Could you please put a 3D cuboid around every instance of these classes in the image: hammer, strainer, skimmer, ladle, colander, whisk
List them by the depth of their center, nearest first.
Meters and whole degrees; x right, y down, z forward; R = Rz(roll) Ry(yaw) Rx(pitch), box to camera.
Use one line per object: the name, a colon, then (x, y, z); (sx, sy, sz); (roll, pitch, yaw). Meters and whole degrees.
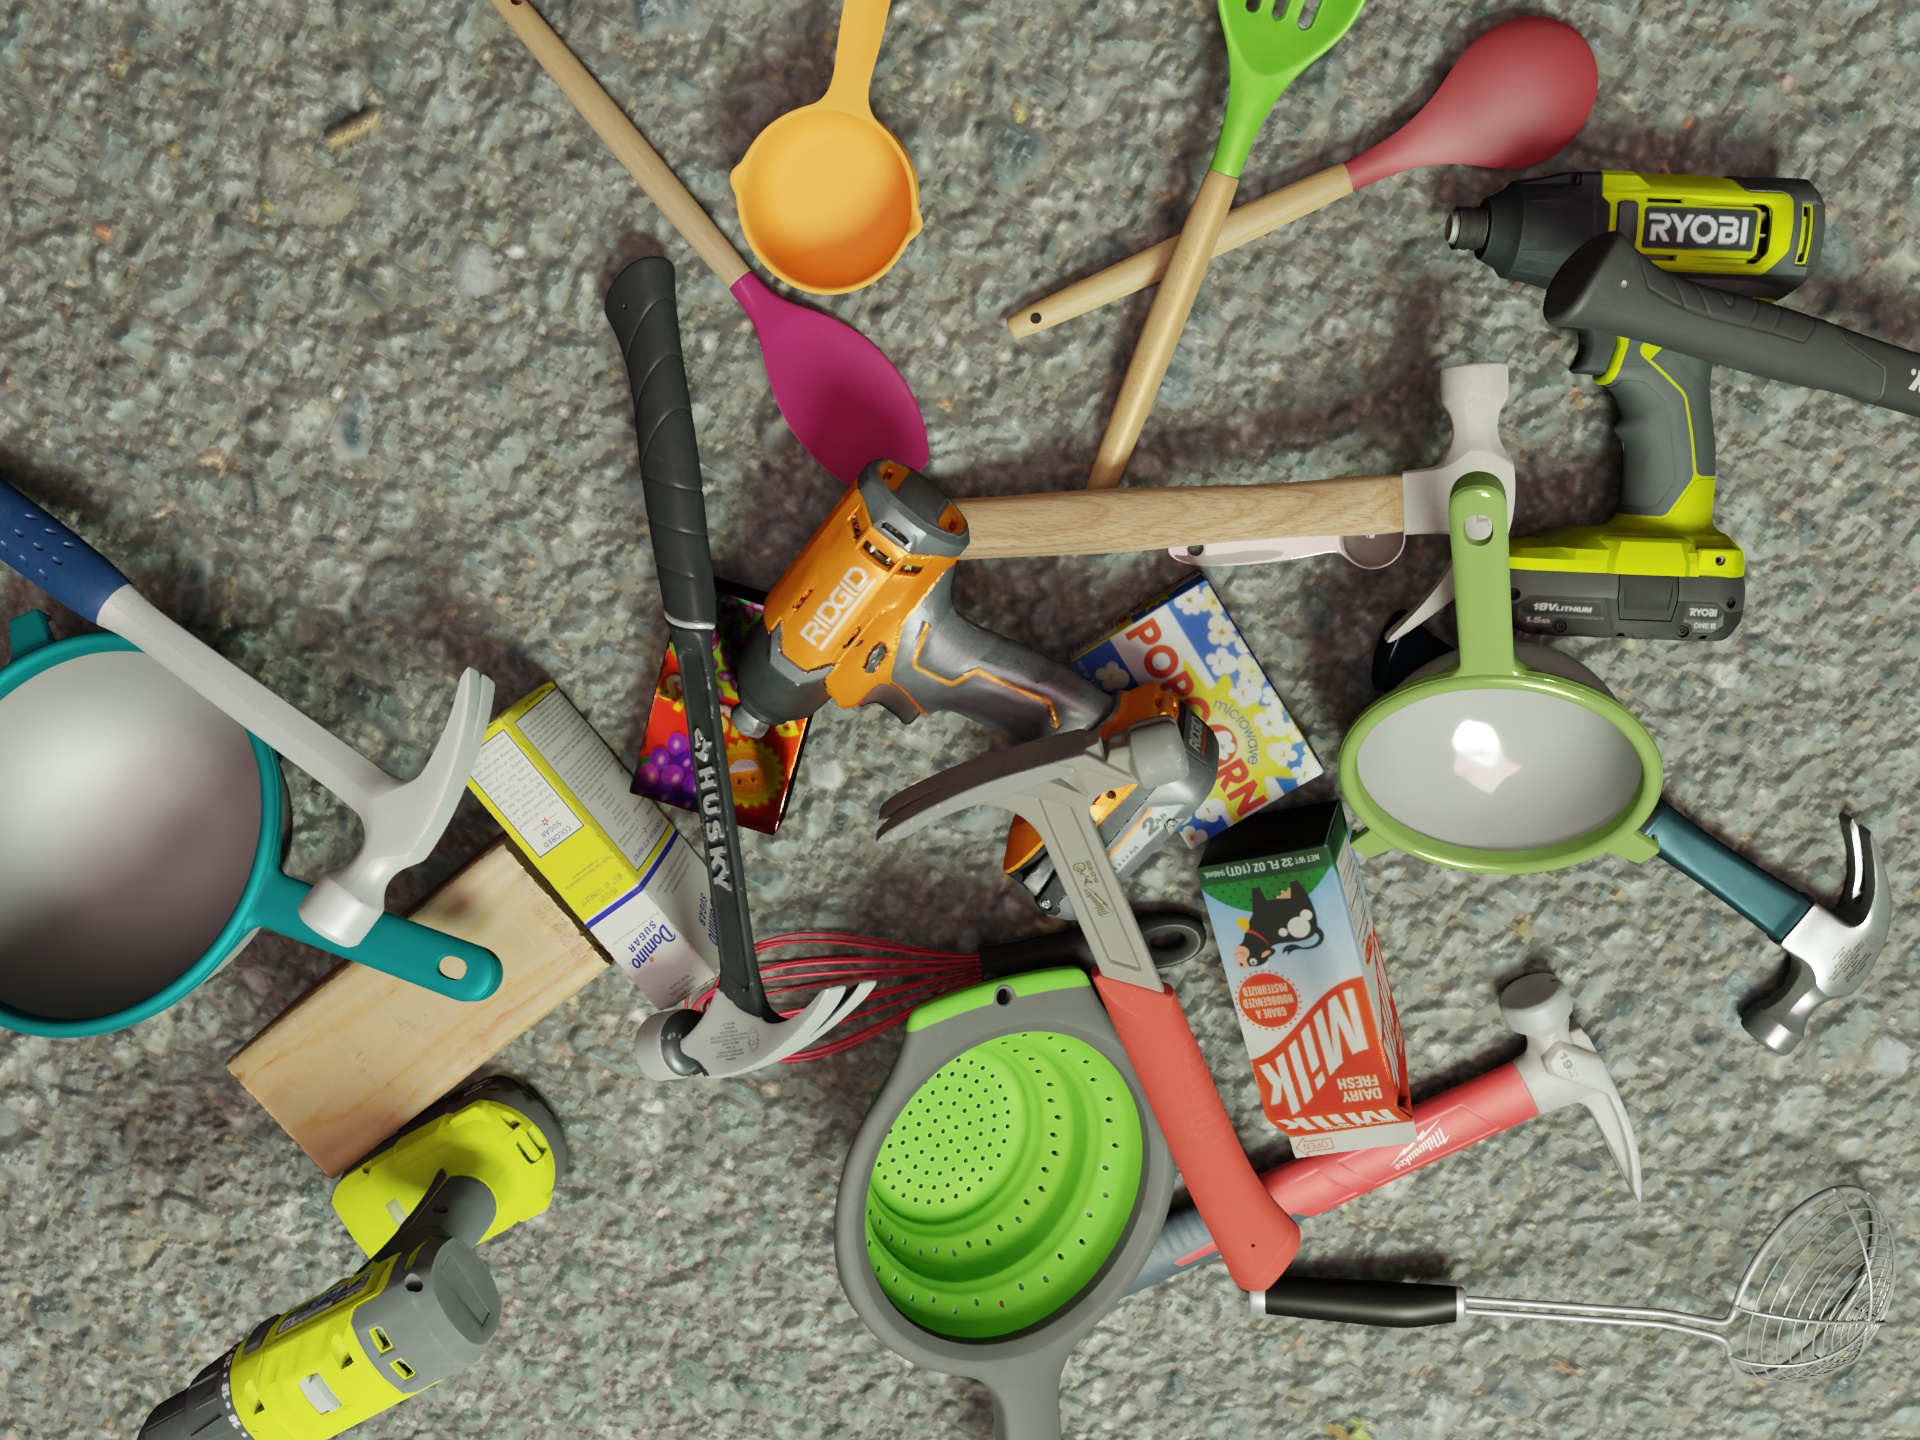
hammer: (0.416, -0.162, 0.747); (0.334, 0.035, 0.146); (9, 97, -20)
strainer: (0.254, -0.029, 0.762); (0.151, 0.069, 0.256); (-1, 136, 21)
hammer: (-0.129, -0.032, 0.784); (0.149, 0.036, 0.409); (-16, 79, 41)
ladle: (0.169, -0.262, 0.797); (0.315, 0.031, 0.069); (-23, 103, 9)
hammer: (0.105, -0.100, 0.803); (0.331, 0.031, 0.130); (-2, 96, 15)
hammer: (-0.417, -0.057, 0.809); (0.405, 0.035, 0.144); (33, 82, 11)
hammer: (0.091, 0.163, 0.812); (0.149, 0.037, 0.358); (-18, 118, 13)
strainer: (-0.383, 0.083, 0.844); (0.340, 0.095, 0.211); (18, 81, 10)
hammer: (0.360, 0.047, 0.863); (0.331, 0.033, 0.128); (33, 104, -6)
colander: (0.016, 0.322, 0.890); (0.204, 0.094, 0.397); (-9, 102, -26)
whisk: (-0.007, 0.142, 0.893); (0.296, 0.073, 0.073); (-9, 104, -2)
hammer: (0.197, 0.289, 0.929); (0.386, 0.038, 0.143); (-27, 103, 9)
skimmer: (0.355, 0.326, 0.936); (0.363, 0.090, 0.127); (-1, 115, 13)

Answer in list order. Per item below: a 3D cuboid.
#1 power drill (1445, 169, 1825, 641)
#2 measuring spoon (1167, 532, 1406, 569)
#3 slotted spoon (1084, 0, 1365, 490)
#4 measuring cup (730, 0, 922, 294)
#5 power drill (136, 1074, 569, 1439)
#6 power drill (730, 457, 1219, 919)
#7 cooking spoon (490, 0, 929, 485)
power drill: (0.322, -0.157, 0.794); (0.171, 0.080, 0.223); (2, 100, 1)
measuring spoon: (0.173, -0.096, 0.847); (0.124, 0.018, 0.034); (-3, 102, 10)
slotted spoon: (0.117, -0.243, 0.779); (0.070, 0.031, 0.313); (18, 114, -5)
measuring cup: (-0.054, -0.298, 0.776); (0.095, 0.052, 0.173); (14, 109, -2)
power drill: (-0.315, 0.298, 0.852); (0.190, 0.228, 0.080); (-29, 101, 9)
power drill: (-0.001, -0.003, 0.805); (0.226, 0.084, 0.164); (38, 115, -7)
cooking spoon: (-0.129, -0.246, 0.813); (0.069, 0.017, 0.319); (-43, 99, -20)
